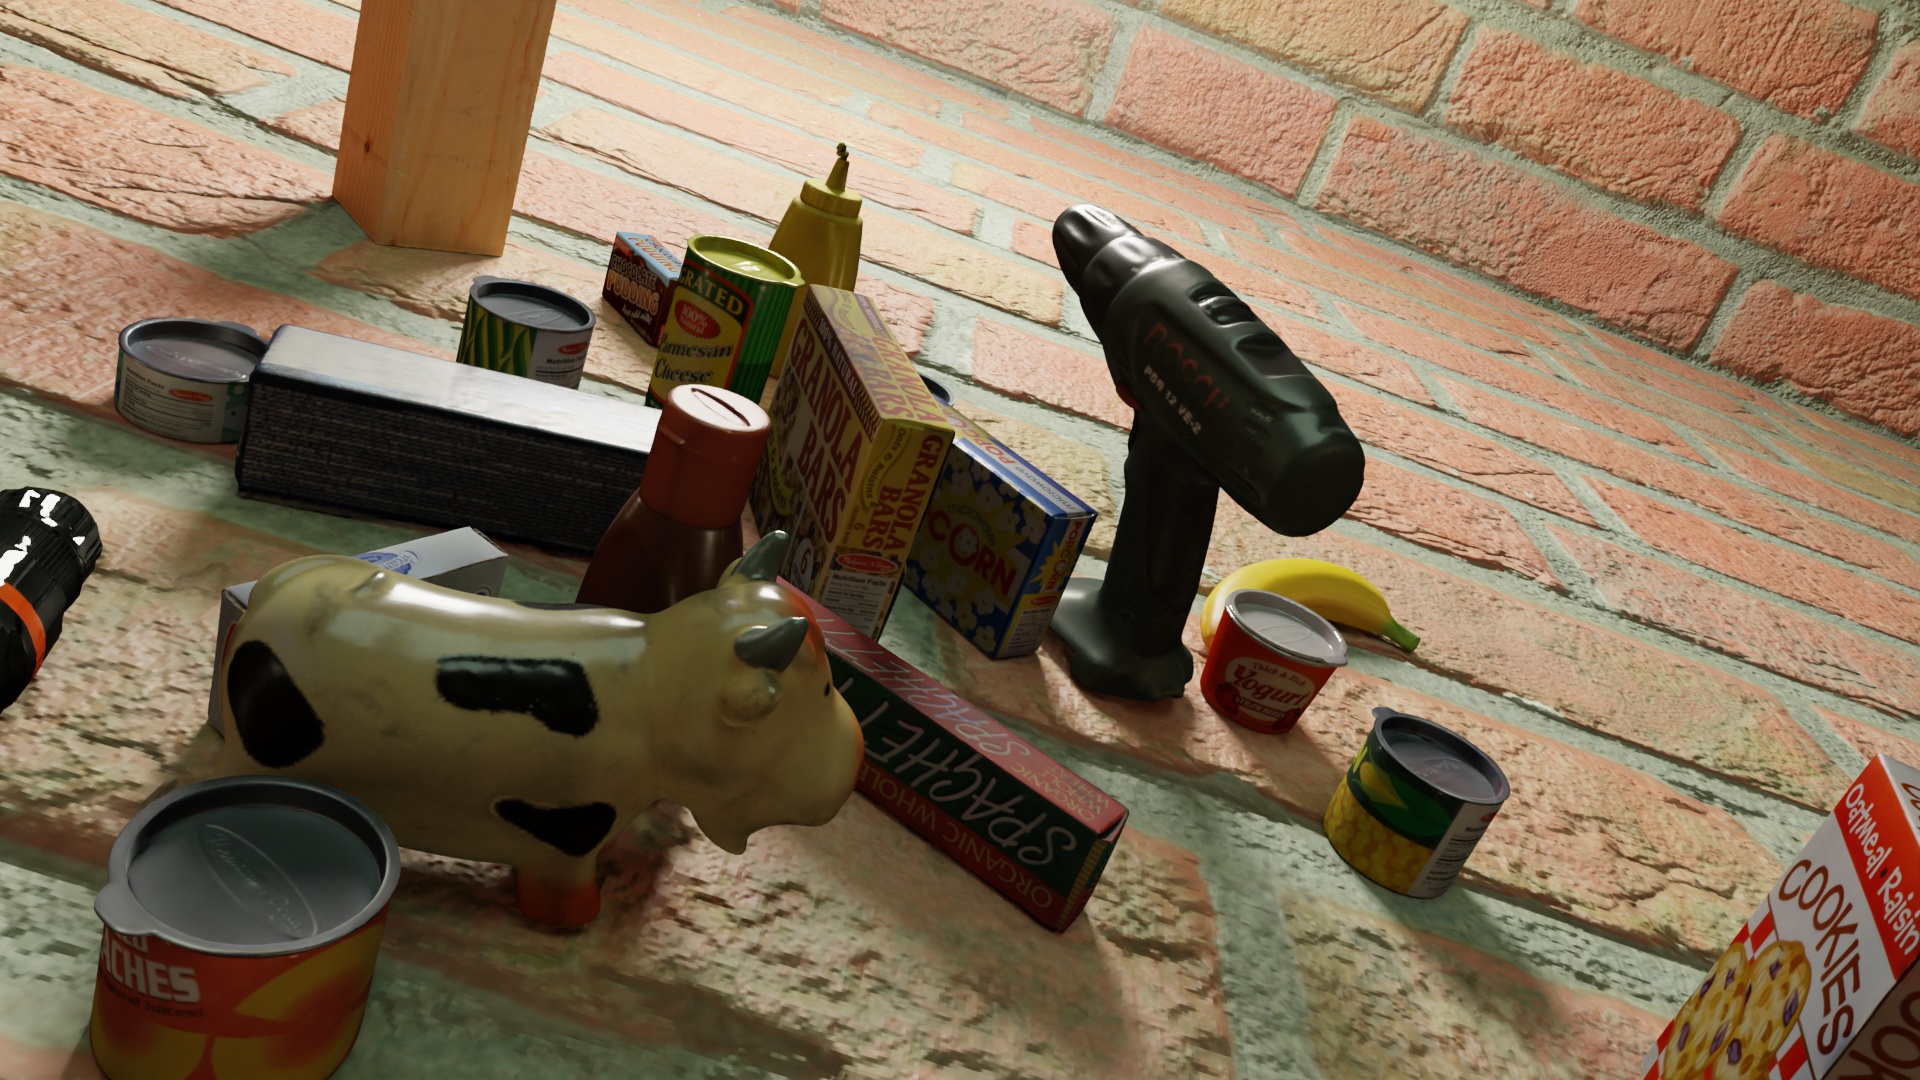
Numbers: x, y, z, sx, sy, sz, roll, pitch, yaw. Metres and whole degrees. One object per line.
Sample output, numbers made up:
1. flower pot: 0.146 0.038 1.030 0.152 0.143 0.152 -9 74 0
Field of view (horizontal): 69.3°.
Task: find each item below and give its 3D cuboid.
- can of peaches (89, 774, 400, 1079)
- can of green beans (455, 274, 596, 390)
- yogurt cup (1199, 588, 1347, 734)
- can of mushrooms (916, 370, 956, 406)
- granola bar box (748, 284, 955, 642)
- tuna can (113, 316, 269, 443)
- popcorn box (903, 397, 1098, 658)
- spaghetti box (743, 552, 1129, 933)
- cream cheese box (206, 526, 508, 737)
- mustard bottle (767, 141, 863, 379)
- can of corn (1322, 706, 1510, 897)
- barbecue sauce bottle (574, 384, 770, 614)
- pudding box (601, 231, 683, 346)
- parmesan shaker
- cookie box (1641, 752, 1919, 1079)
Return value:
1. can of peaches: -0.187 0.105 0.359 0.071 0.057 0.071 18 24 -8
2. can of green beans: -0.236 -0.102 0.750 0.071 0.057 0.071 18 24 -8
3. yogurt cup: 0.162 0.065 0.734 0.072 0.053 0.073 18 24 -8
4. can of mushrooms: -0.039 -0.088 0.913 0.071 0.033 0.071 18 24 -8
5. granola bar box: -0.059 -0.038 0.681 0.039 0.123 0.166 10 26 -24
6. tuna can: -0.346 -0.074 0.633 0.071 0.032 0.071 18 24 -8
7. popcorn box: 0.003 -0.009 0.719 0.038 0.085 0.127 -6 36 -47
8. spaghetti box: -0.046 0.066 0.566 0.250 0.050 0.029 31 26 21
9. cream cheese box: -0.213 0.032 0.495 0.024 0.053 0.104 31 26 20
10. mustard bottle: -0.096 -0.183 0.912 0.065 0.159 0.049 24 24 6
11. can of corn: 0.209 0.122 0.649 0.071 0.058 0.071 18 24 -8
12. barbecue sauce bottle: -0.106 0.018 0.496 0.065 0.148 0.044 35 27 28
13. pudding box: -0.204 -0.167 0.924 0.030 0.049 0.084 -1 32 -41
14. parmesan shaker: -0.137 -0.116 0.807 0.071 0.102 0.071 18 24 -8
15. cookie box: 0.305 0.172 0.490 0.040 0.166 0.123 28 24 14
